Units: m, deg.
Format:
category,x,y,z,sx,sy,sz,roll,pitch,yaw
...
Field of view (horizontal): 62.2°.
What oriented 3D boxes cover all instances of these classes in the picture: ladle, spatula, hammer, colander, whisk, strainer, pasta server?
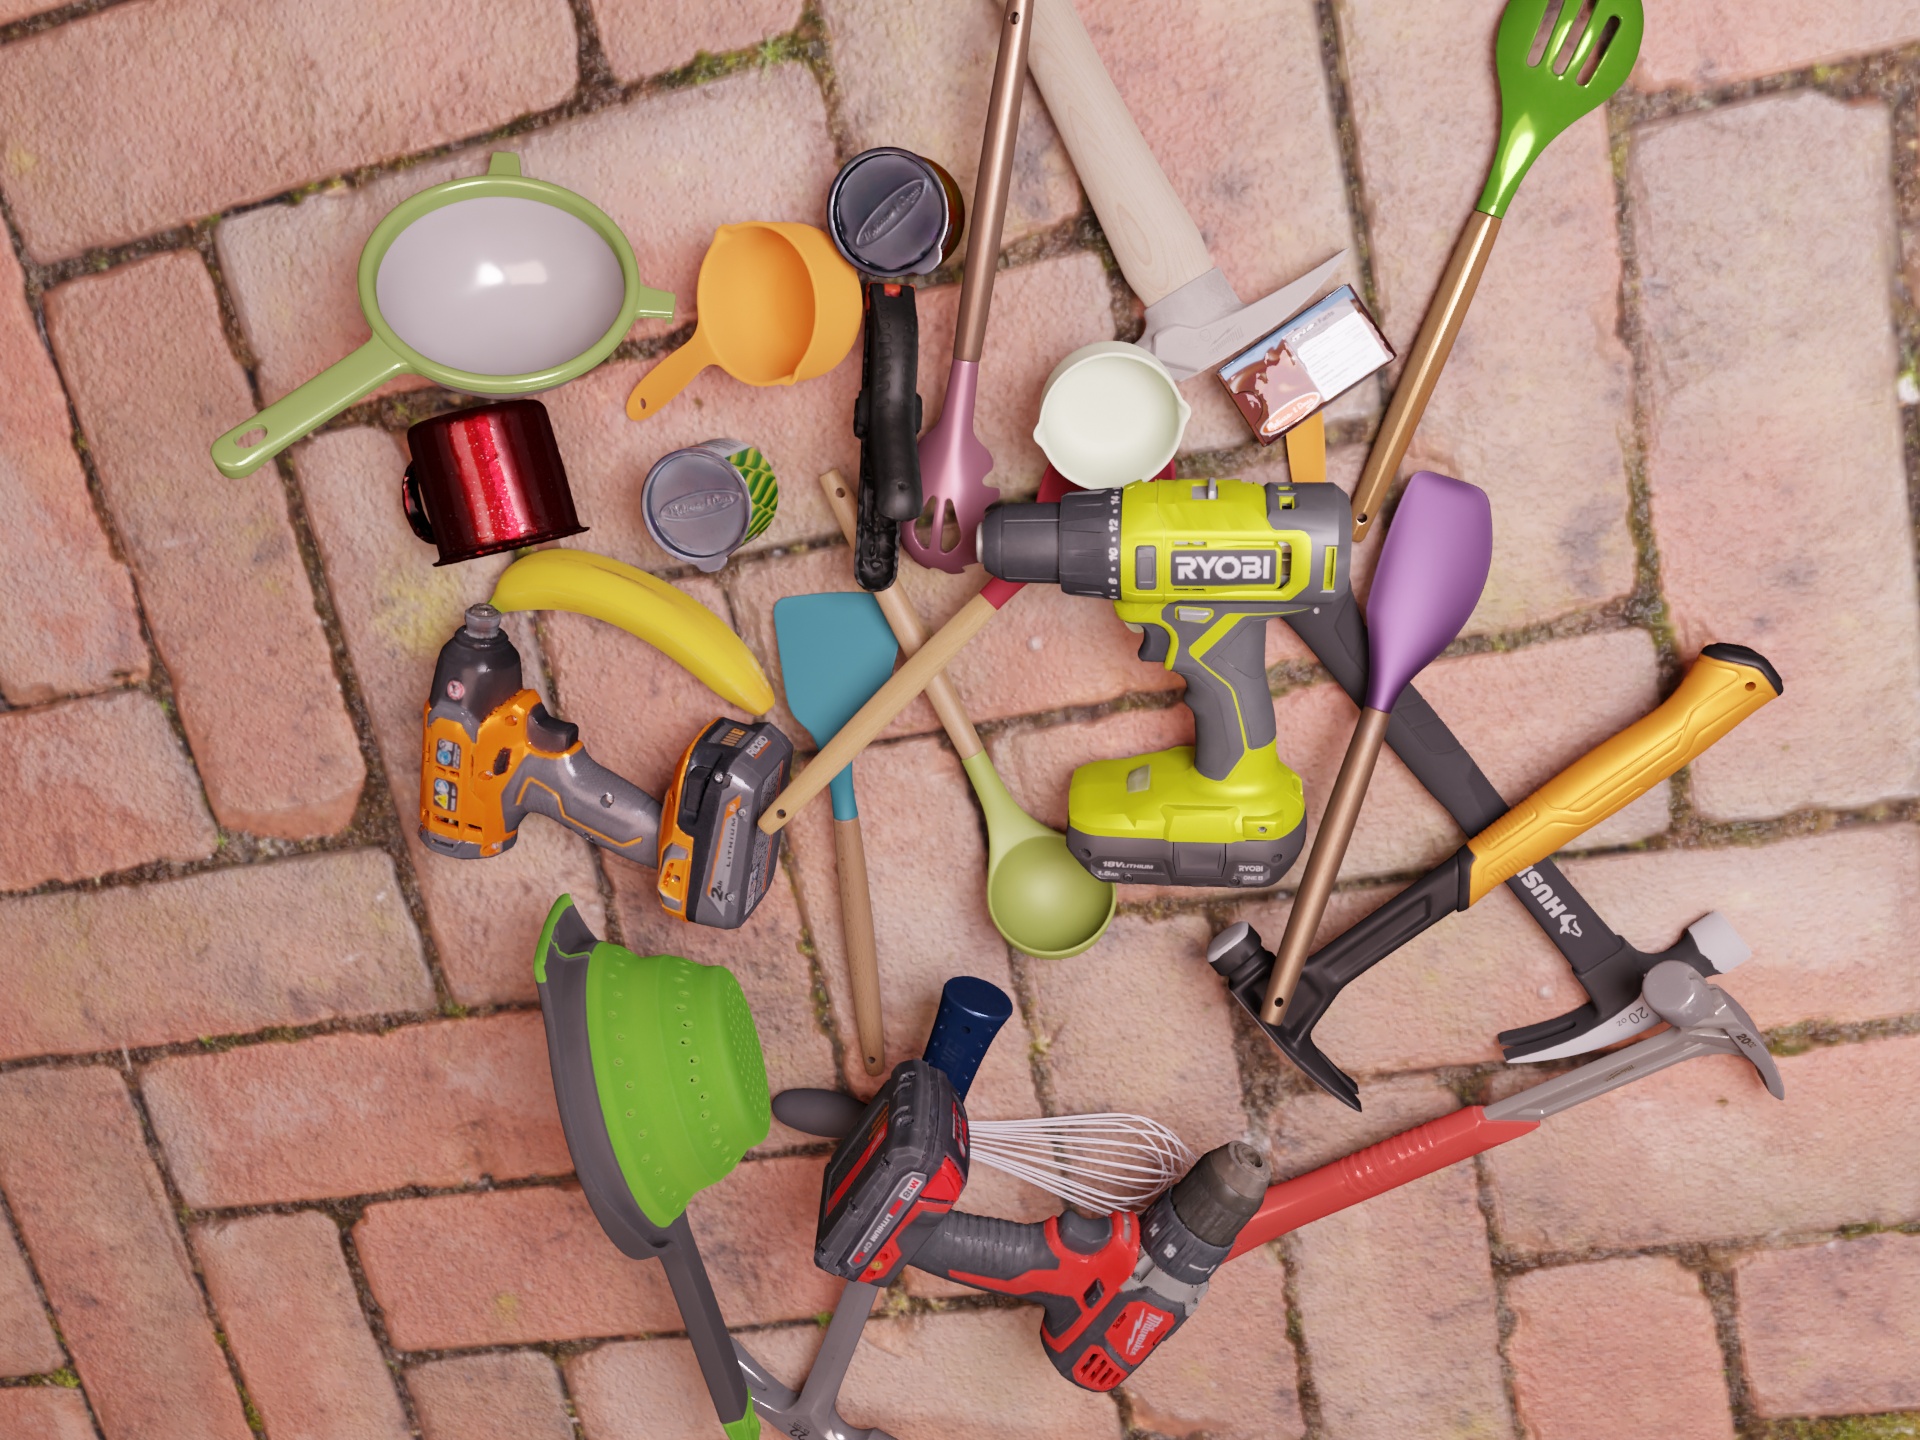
category,x,y,z,sx,sy,sz,roll,pitch,yaw
ladle,-0.002,-0.048,0.904,0.315,0.031,0.069,-45,99,3
spatula,-0.065,0.079,0.993,0.082,0.044,0.317,-1,110,9
hammer,0.304,0.079,0.881,0.337,0.034,0.127,-40,94,17
hammer,-0.055,0.327,1.018,0.144,0.035,0.405,25,118,10
hammer,0.049,-0.376,0.832,0.146,0.038,0.410,-28,99,15
spatula,0.223,0.019,0.875,0.060,0.018,0.316,19,94,0
hammer,0.289,0.050,0.911,0.146,0.035,0.334,-39,96,17
colander,-0.153,0.288,0.991,0.094,0.205,0.397,-15,108,0
whisk,0.013,0.268,1.018,0.284,0.070,0.070,7,107,13
ladle,-0.001,-0.003,0.934,0.078,0.062,0.320,-29,100,-12
strainer,-0.292,-0.197,0.875,0.151,0.069,0.256,42,66,12
pasta server,0.008,-0.225,0.864,0.060,0.040,0.316,12,114,7
hammer,0.297,0.254,0.952,0.359,0.037,0.149,-32,131,24

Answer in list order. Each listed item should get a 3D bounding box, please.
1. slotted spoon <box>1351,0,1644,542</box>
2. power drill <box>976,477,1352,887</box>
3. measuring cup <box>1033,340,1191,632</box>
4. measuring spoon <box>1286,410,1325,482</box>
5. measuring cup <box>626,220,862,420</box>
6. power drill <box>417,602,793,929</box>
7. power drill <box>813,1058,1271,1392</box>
category,x,y,z,sx,sy,sz,roll,pitch,yaw
slotted spoon,0.269,-0.239,0.836,0.070,0.031,0.313,21,110,4
power drill,0.109,-0.024,0.869,0.190,0.080,0.228,1,121,8
measuring cup,0.087,-0.127,0.869,0.083,0.038,0.167,-9,123,5
measuring spoon,0.194,-0.141,0.888,0.021,0.011,0.117,-6,101,8
measuring cup,-0.126,-0.217,0.908,0.173,0.052,0.095,-26,88,40
power drill,-0.223,0.026,0.970,0.226,0.084,0.164,15,115,9
power drill,0.049,0.283,0.920,0.226,0.080,0.188,28,114,-13
